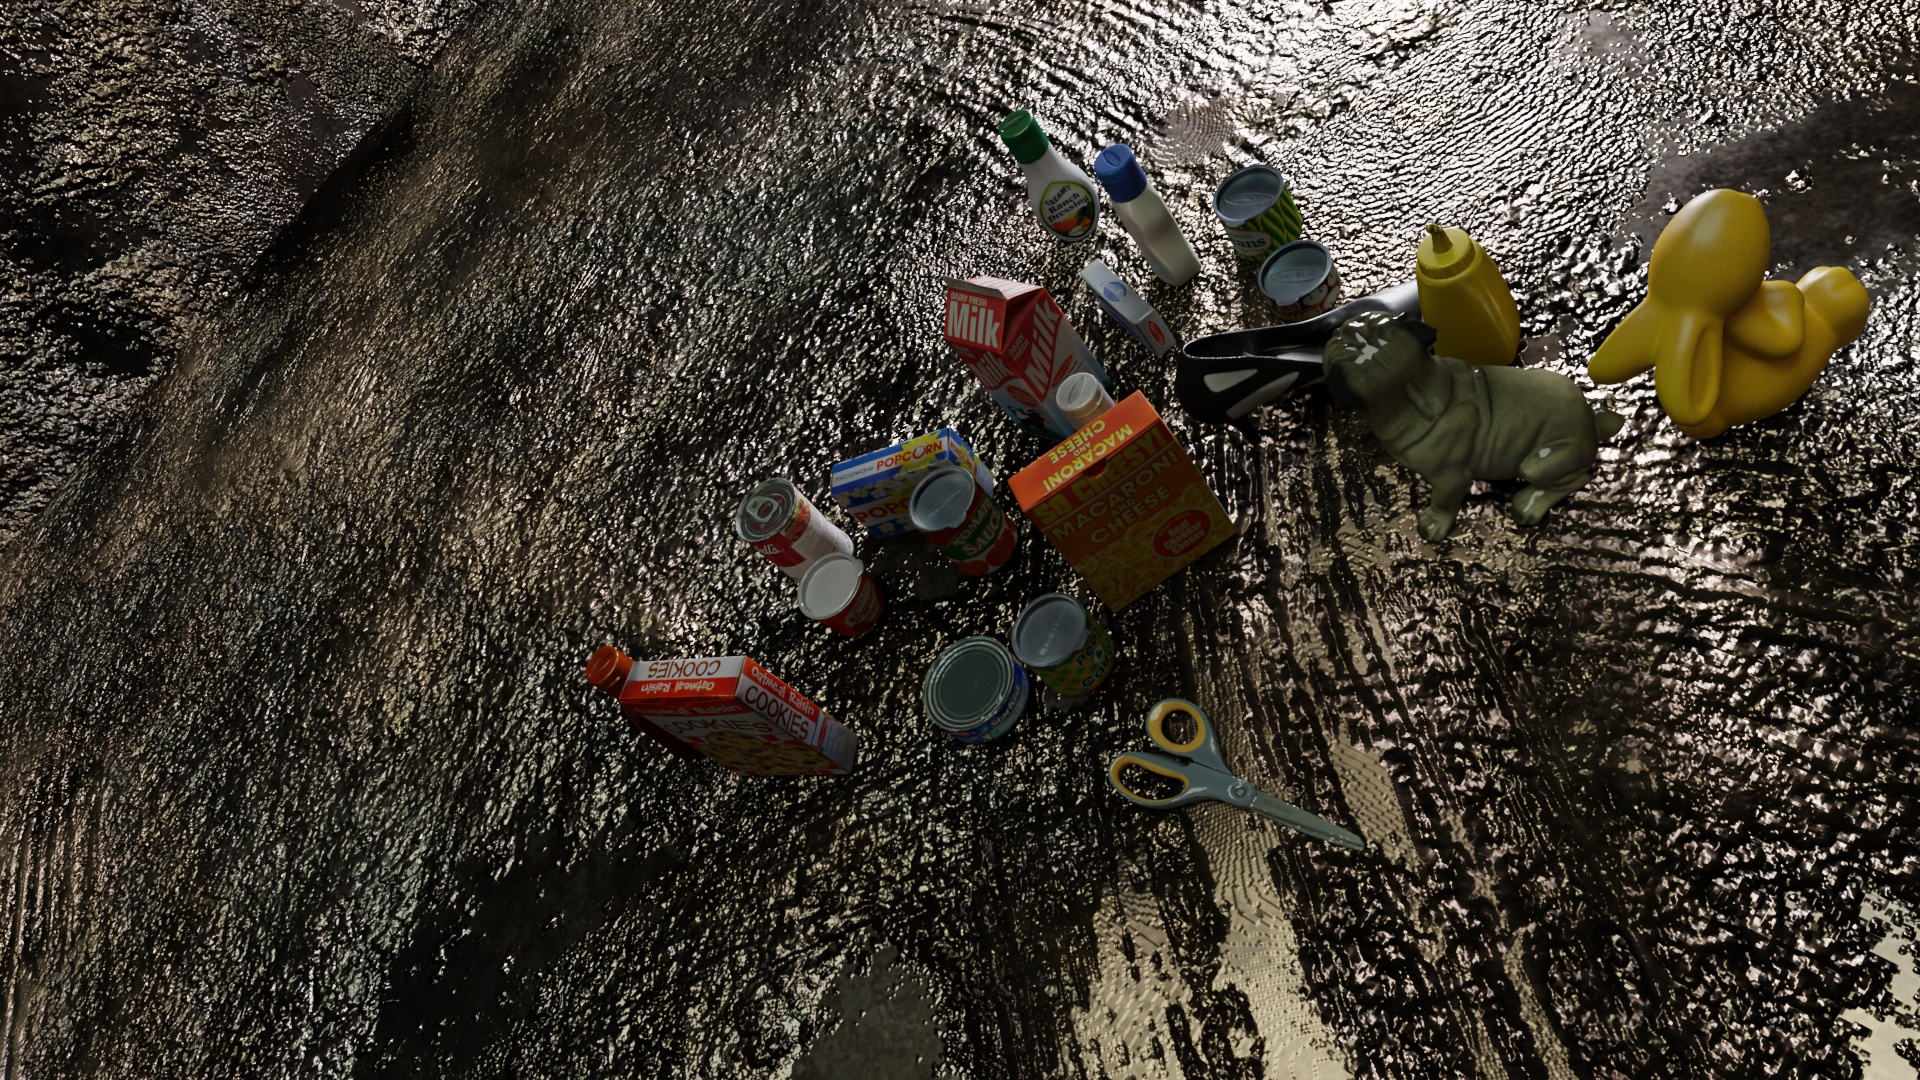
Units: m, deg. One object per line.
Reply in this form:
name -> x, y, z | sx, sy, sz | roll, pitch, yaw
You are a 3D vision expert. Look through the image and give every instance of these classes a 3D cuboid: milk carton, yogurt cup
milk carton -> 0.054, -0.167, 1.216 | 0.072, 0.190, 0.073 | 21, 74, 41
yogurt cup -> -0.107, 0.052, 1.267 | 0.072, 0.054, 0.073 | -17, 52, 24

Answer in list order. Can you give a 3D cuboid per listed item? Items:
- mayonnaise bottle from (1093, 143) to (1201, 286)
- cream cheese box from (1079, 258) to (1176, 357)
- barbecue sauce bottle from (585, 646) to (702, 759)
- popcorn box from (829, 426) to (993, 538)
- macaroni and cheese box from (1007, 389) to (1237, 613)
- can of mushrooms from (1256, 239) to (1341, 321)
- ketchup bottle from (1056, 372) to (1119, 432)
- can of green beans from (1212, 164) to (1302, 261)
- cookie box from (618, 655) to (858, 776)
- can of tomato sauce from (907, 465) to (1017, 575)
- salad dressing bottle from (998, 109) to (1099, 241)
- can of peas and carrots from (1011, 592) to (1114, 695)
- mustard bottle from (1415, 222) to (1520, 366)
mayonnaise bottle -> 0.168, -0.295, 1.258 | 0.041, 0.147, 0.065 | -39, 47, 5
cream cheese box -> 0.153, -0.214, 1.277 | 0.024, 0.053, 0.104 | -41, 46, 4
barbecue sauce bottle -> -0.273, 0.143, 1.250 | 0.065, 0.148, 0.044 | -42, 46, 2
popcorn box -> -0.044, -0.051, 1.274 | 0.126, 0.085, 0.038 | -16, 53, 24
macaroni and cheese box -> 0.130, -0.026, 1.085 | 0.123, 0.166, 0.040 | -35, 47, 9
can of mushrooms -> 0.293, -0.223, 1.204 | 0.071, 0.033, 0.071 | -17, 52, 23
ketchup bottle -> 0.127, -0.081, 1.137 | 0.043, 0.148, 0.065 | 11, 67, 38
can of green beans -> 0.268, -0.295, 1.253 | 0.071, 0.057, 0.071 | -17, 52, 24
cookie box -> -0.184, 0.152, 1.171 | 0.123, 0.167, 0.040 | -6, 57, 31
can of tomato sauce -> 0.004, -0.015, 1.219 | 0.071, 0.083, 0.071 | -17, 52, 24
salad dressing bottle -> 0.086, -0.355, 1.354 | 0.064, 0.147, 0.044 | -29, 48, 15
can of peas and carrots -> 0.085, 0.084, 1.114 | 0.071, 0.058, 0.071 | -17, 52, 24
mustard bottle -> 0.374, -0.188, 1.039 | 0.065, 0.160, 0.049 | -3, 59, 33
